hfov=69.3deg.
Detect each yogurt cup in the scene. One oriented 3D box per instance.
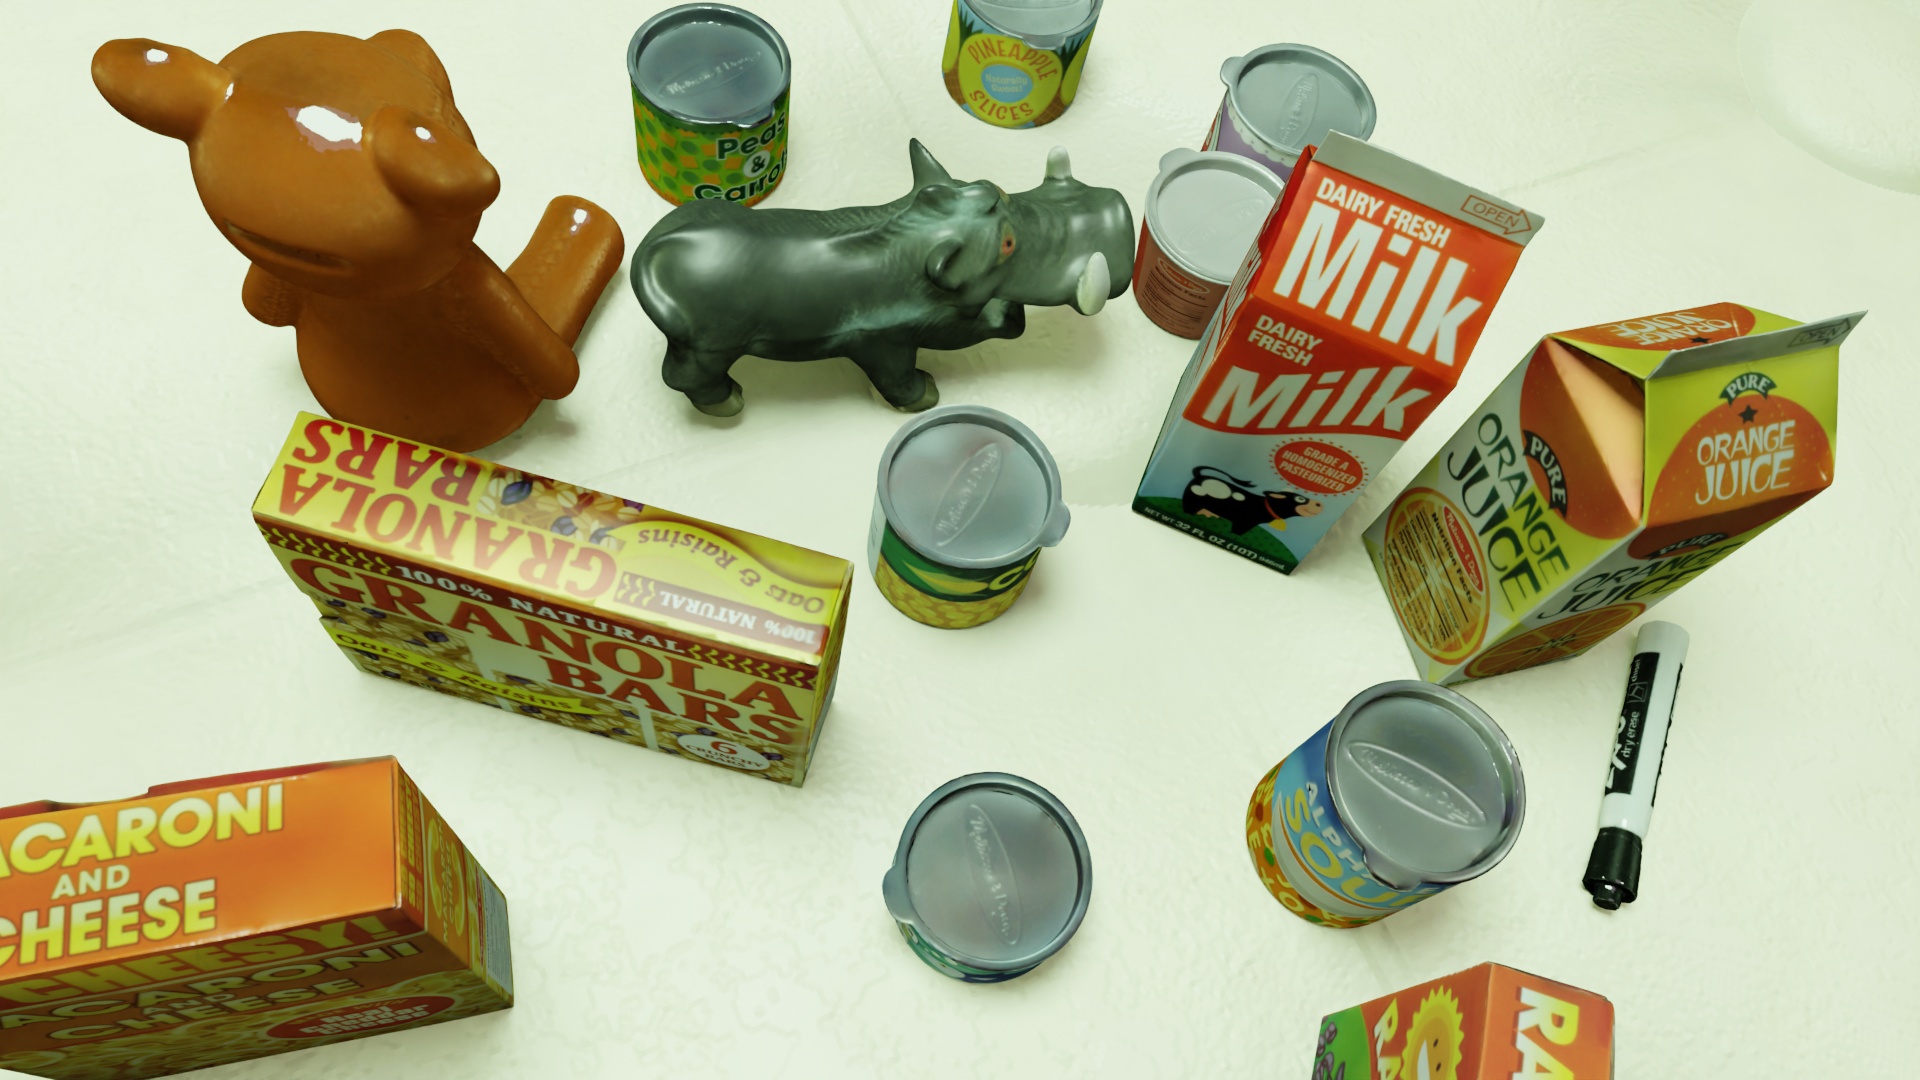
[{"bbox_3d":[0.106,-0.123,0.593,0.072,0.053,0.072,4,63,-7],"label":"yogurt cup"}]

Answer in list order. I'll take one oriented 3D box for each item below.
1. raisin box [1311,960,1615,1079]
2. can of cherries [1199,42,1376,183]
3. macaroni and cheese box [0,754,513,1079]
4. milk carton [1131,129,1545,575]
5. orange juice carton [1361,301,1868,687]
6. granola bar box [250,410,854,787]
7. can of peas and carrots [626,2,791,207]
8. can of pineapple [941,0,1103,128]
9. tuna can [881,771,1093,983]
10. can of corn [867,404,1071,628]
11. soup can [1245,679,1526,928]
[{"bbox_3d":[0.140,0.180,0.409,0.040,0.122,0.086,19,63,1],"label":"raisin box"},{"bbox_3d":[0.142,-0.180,0.625,0.071,0.058,0.072,4,63,-7],"label":"can of cherries"},{"bbox_3d":[-0.195,0.106,0.368,0.124,0.165,0.040,-8,66,-13],"label":"macaroni and cheese box"},{"bbox_3d":[0.127,-0.068,0.492,0.072,0.189,0.074,23,63,3],"label":"milk carton"},{"bbox_3d":[0.219,-0.018,0.481,0.072,0.191,0.073,-11,66,-14],"label":"orange juice carton"},{"bbox_3d":[-0.122,0.026,0.444,0.166,0.123,0.039,15,63,-1],"label":"granola bar box"},{"bbox_3d":[-0.104,-0.180,0.586,0.071,0.058,0.071,4,63,-7],"label":"can of peas and carrots"},{"bbox_3d":[0.027,-0.230,0.632,0.071,0.057,0.071,4,63,-7],"label":"can of pineapple"},{"bbox_3d":[0.007,0.115,0.471,0.071,0.032,0.071,4,63,-7],"label":"tuna can"},{"bbox_3d":[0.002,-0.006,0.516,0.071,0.058,0.071,4,63,-7],"label":"can of corn"},{"bbox_3d":[0.140,0.094,0.473,0.071,0.083,0.071,4,64,-7],"label":"soup can"}]
